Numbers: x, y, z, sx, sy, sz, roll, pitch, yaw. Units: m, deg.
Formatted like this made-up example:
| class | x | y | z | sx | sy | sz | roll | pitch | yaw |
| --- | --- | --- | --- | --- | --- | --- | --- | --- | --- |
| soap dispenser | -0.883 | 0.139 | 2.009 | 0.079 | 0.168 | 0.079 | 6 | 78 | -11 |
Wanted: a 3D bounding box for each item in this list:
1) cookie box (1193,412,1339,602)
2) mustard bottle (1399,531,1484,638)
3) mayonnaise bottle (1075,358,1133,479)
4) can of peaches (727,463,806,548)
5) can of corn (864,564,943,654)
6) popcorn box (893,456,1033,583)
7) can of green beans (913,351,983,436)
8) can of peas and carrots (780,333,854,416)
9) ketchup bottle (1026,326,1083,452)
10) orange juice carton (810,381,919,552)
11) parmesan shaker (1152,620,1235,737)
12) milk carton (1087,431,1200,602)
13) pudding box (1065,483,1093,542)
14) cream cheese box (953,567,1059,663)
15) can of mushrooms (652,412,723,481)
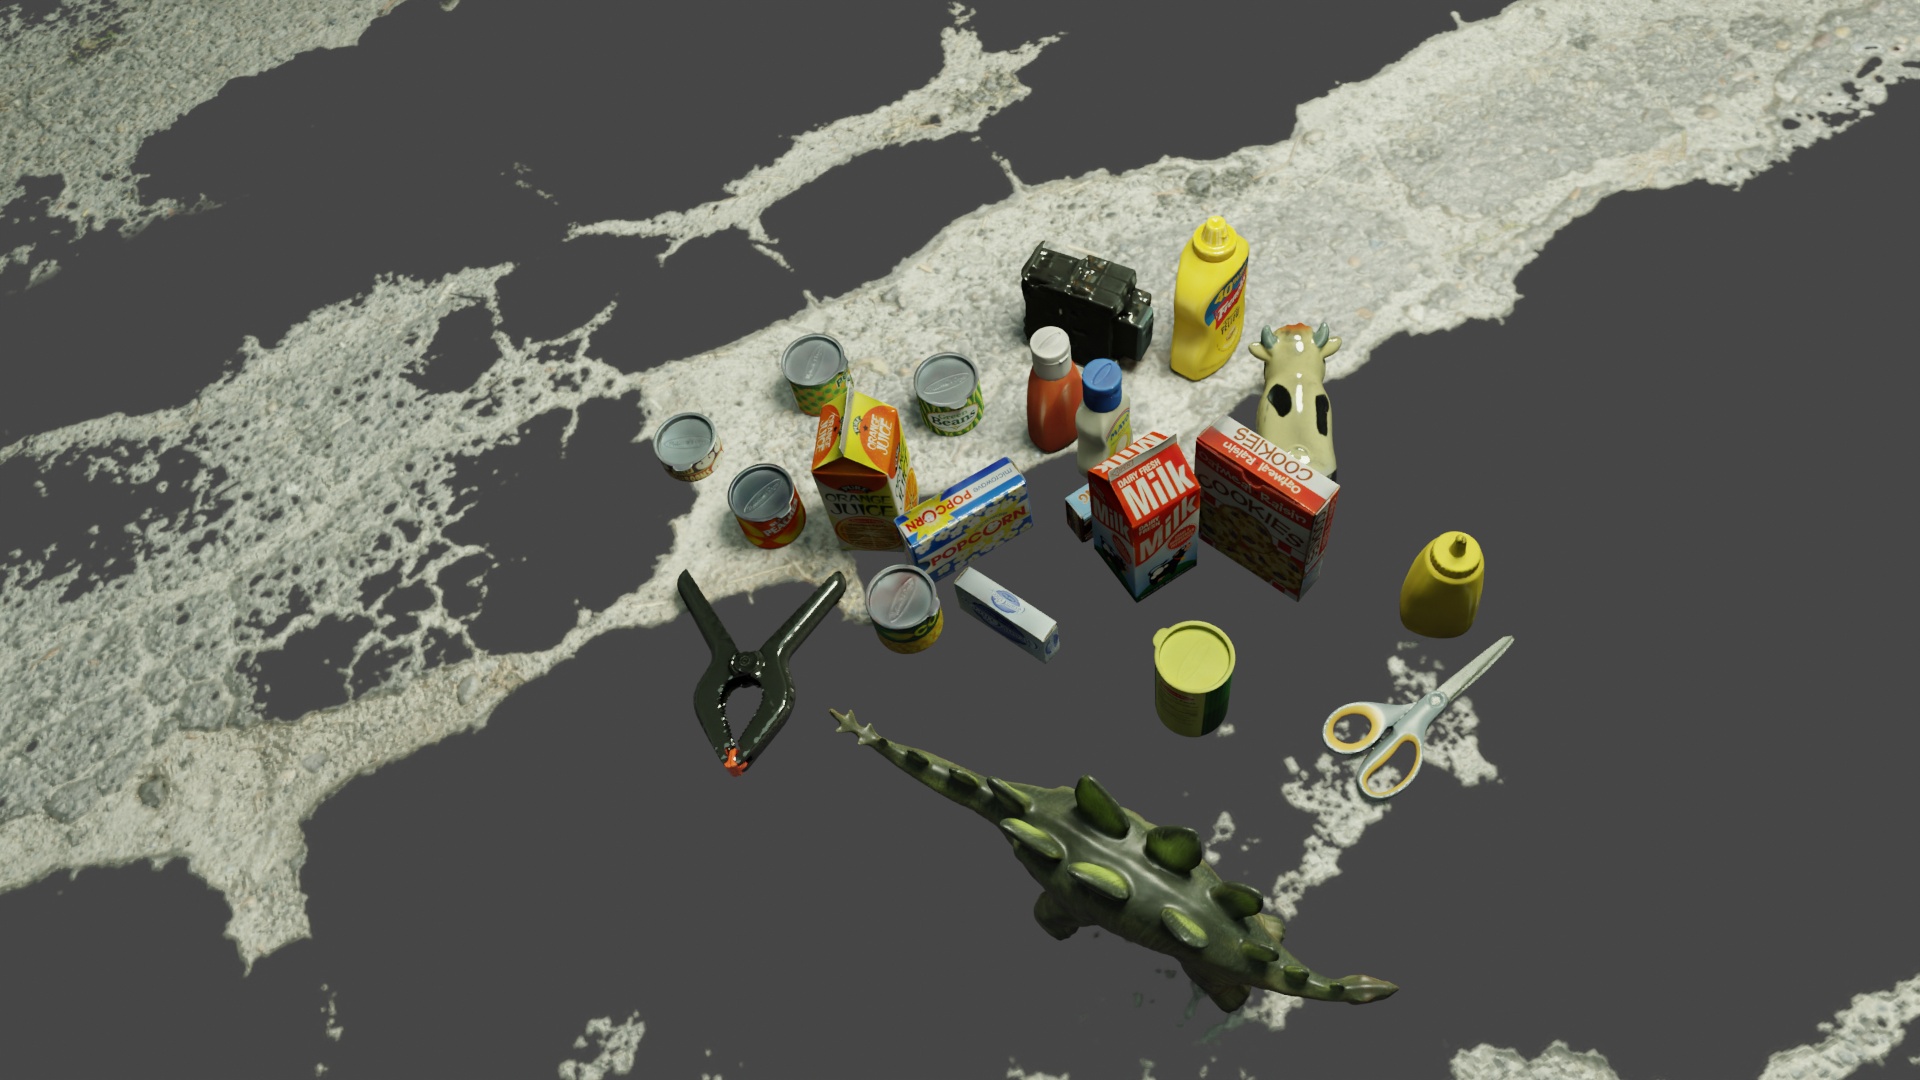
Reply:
| class | x | y | z | sx | sy | sz | roll | pitch | yaw |
| --- | --- | --- | --- | --- | --- | --- | --- | --- | --- |
| cookie box | 0.267 | -0.026 | 1.238 | 0.123 | 0.166 | 0.040 | 36 | 71 | 23 |
| mustard bottle | 0.418 | 0.032 | 1.190 | 0.065 | 0.159 | 0.049 | 10 | 63 | 13 |
| mayonnaise bottle | 0.136 | -0.114 | 1.315 | 0.041 | 0.147 | 0.065 | 31 | 69 | 22 |
| can of peaches | -0.188 | -0.032 | 1.362 | 0.071 | 0.057 | 0.071 | -3 | 61 | 6 |
| can of corn | -0.049 | 0.066 | 1.290 | 0.071 | 0.058 | 0.071 | -3 | 61 | 6 |
| popcorn box | 0.005 | -0.016 | 1.313 | 0.127 | 0.085 | 0.038 | -30 | 62 | -9 |
| can of green beans | -0.011 | -0.147 | 1.405 | 0.071 | 0.057 | 0.071 | -3 | 61 | 6 |
| can of peas and carrots | -0.145 | -0.170 | 1.434 | 0.071 | 0.058 | 0.071 | -3 | 61 | 6 |
| ketchup bottle | 0.091 | -0.147 | 1.339 | 0.065 | 0.148 | 0.043 | -42 | 64 | -15 |
| orange juice carton | -0.090 | -0.065 | 1.291 | 0.073 | 0.191 | 0.072 | 2 | 62 | 9 |
| parmesan shaker | 0.199 | 0.120 | 1.202 | 0.071 | 0.102 | 0.071 | -3 | 61 | 6 |
| milk carton | 0.164 | -0.028 | 1.239 | 0.072 | 0.189 | 0.073 | -31 | 62 | -10 |
| pudding box | 0.142 | -0.040 | 1.329 | 0.084 | 0.049 | 0.030 | -33 | 62 | -11 |
| cream cheese box | 0.043 | 0.069 | 1.279 | 0.104 | 0.053 | 0.024 | 32 | 70 | 22 |
| can of mushrooms | -0.279 | -0.094 | 1.423 | 0.071 | 0.033 | 0.071 | -3 | 61 | 6 |
